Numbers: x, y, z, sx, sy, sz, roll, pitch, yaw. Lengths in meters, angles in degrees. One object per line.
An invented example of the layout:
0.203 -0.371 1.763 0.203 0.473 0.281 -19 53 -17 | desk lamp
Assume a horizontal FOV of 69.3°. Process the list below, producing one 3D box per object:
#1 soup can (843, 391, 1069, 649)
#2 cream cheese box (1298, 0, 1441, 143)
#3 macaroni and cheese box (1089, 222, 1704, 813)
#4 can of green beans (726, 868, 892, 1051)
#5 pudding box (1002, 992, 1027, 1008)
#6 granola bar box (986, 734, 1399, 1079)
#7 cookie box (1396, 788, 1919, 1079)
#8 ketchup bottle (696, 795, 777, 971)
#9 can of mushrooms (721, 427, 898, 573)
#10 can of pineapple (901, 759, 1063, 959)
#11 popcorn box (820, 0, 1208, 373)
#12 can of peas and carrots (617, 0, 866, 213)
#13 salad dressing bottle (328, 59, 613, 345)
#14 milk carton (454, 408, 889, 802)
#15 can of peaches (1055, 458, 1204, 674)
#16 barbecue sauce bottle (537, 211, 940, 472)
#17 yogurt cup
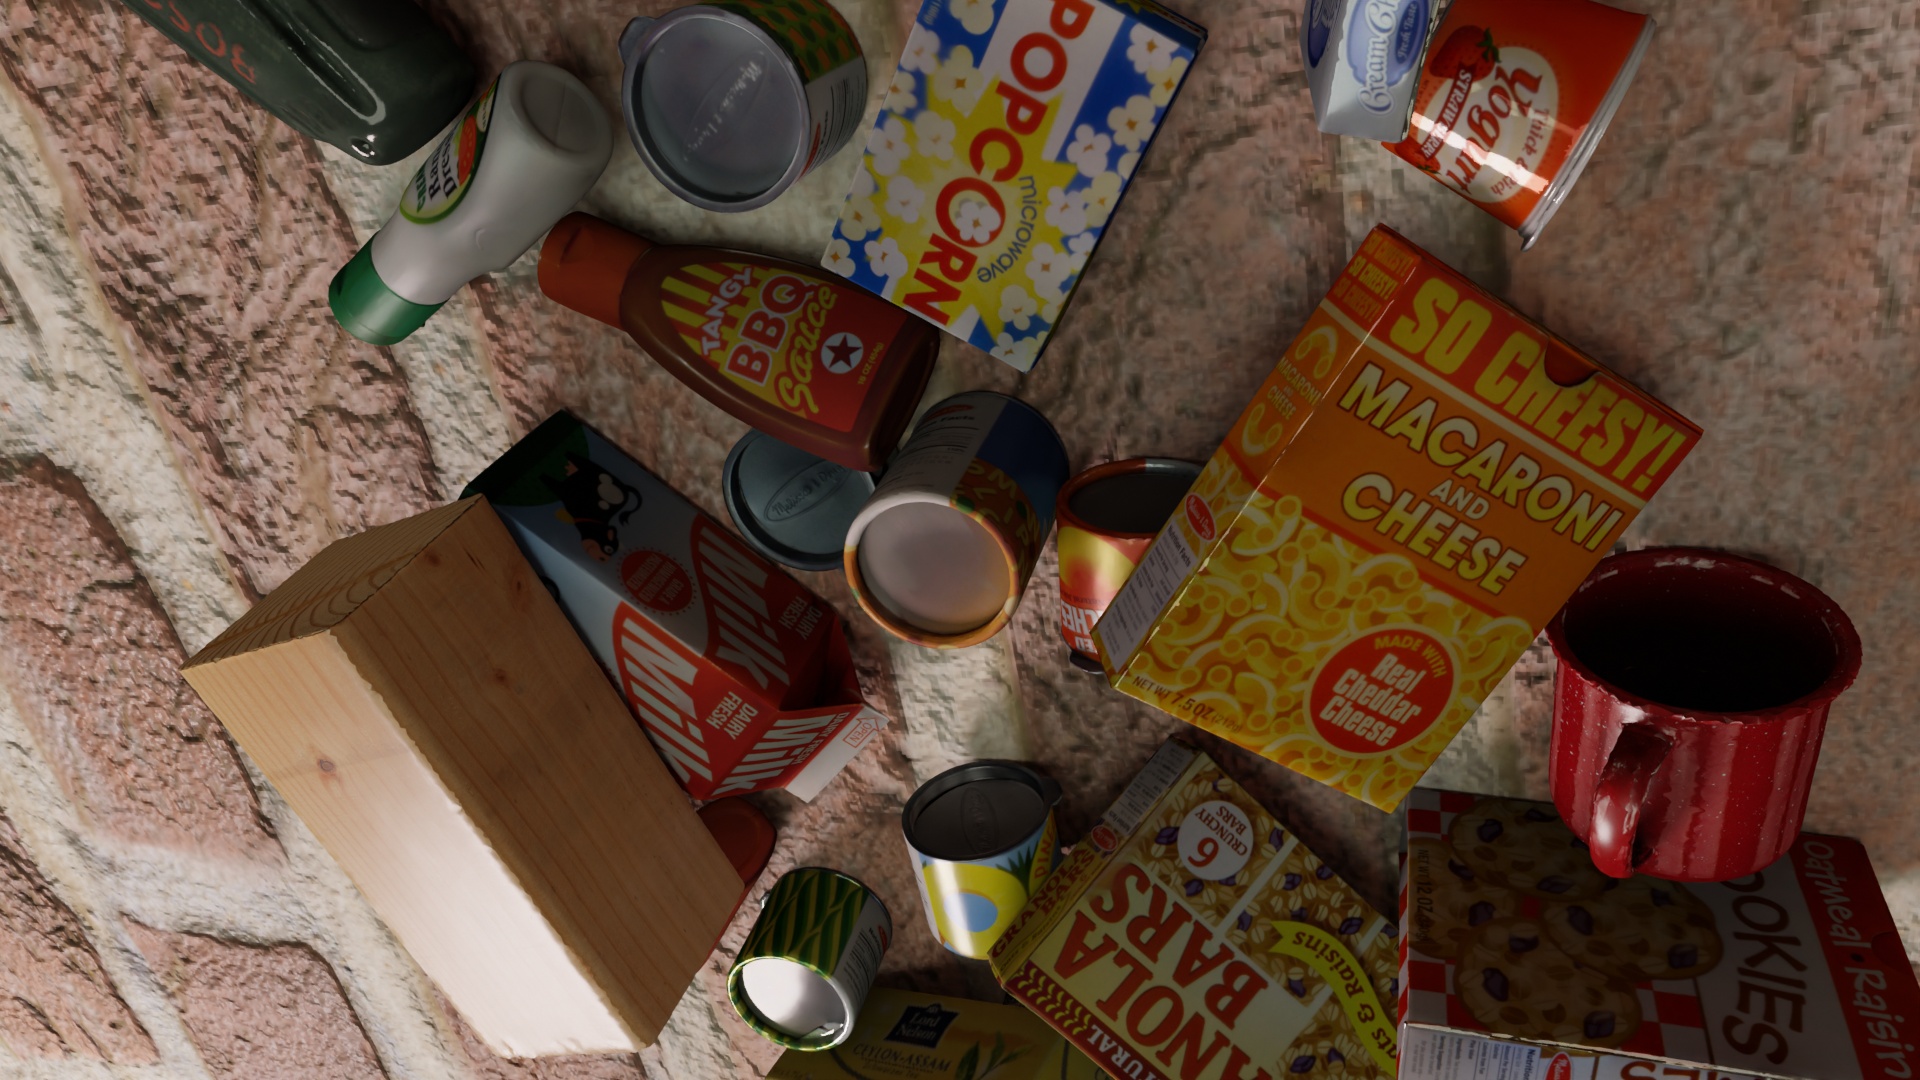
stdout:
0.002 -0.006 0.517 0.071 0.084 0.071 8 122 13 | soup can
0.113 -0.151 0.385 0.024 0.104 0.053 8 123 5 | cream cheese box
0.141 0.000 0.460 0.124 0.040 0.166 25 111 -19 | macaroni and cheese box
-0.074 0.205 0.679 0.071 0.058 0.071 8 121 13 | can of green beans
0.059 0.254 0.683 0.049 0.030 0.083 -20 112 25 | pudding box
0.113 0.183 0.579 0.165 0.039 0.124 42 85 -9 | granola bar box
0.248 0.153 0.507 0.167 0.123 0.040 4 121 15 | cookie box
-0.138 0.188 0.690 0.043 0.065 0.148 39 132 9 | ketchup bottle
-0.057 -0.022 0.557 0.071 0.034 0.070 8 120 13 | can of mushrooms
0.014 0.139 0.609 0.071 0.071 0.057 -2 119 19 | can of pineapple
0.016 -0.131 0.467 0.085 0.038 0.126 28 124 0 | popcorn box
-0.074 -0.153 0.471 0.071 0.059 0.070 8 121 14 | can of peas and carrots
-0.191 -0.122 0.528 0.147 0.064 0.044 -28 142 37 | salad dressing bottle
-0.124 0.039 0.589 0.190 0.074 0.072 38 124 -6 | milk carton
0.067 0.009 0.513 0.071 0.071 0.057 4 119 15 | can of peaches
-0.086 -0.081 0.519 0.149 0.043 0.065 24 79 12 | barbecue sauce bottle
0.161 -0.131 0.408 0.054 0.073 0.072 28 124 10 | yogurt cup
